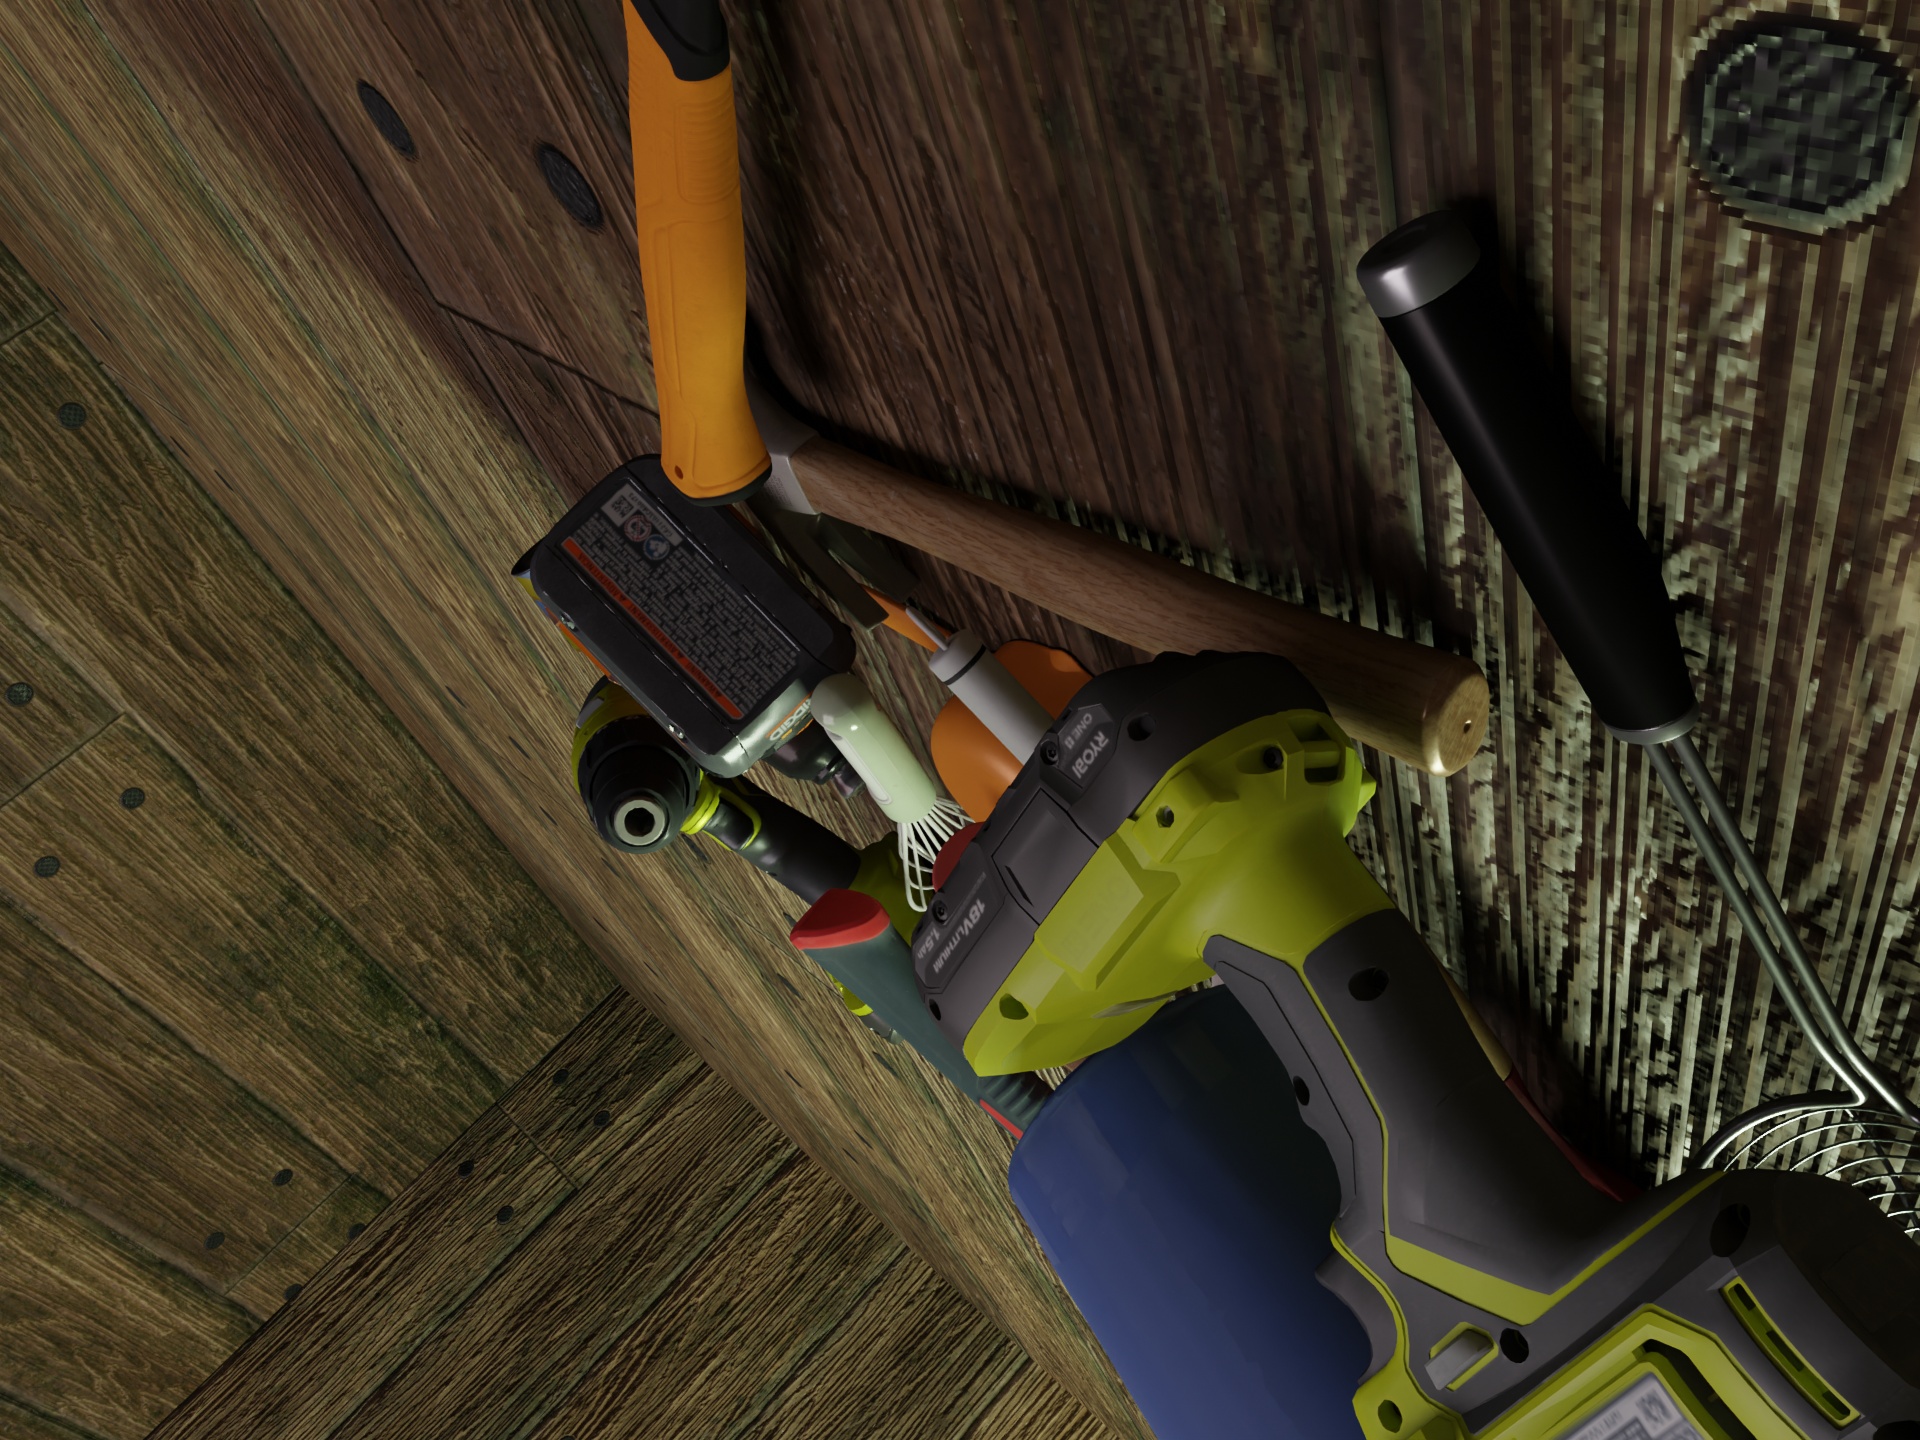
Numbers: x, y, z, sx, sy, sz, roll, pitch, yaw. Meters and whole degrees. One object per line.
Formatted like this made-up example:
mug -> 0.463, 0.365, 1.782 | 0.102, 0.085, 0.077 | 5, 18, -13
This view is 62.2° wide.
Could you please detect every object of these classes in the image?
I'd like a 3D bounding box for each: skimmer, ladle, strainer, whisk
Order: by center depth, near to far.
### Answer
skimmer -> 0.166, 0.062, 0.363 | 0.363, 0.090, 0.127 | 54, 162, -21
ladle -> 0.156, 0.097, 0.510 | 0.315, 0.031, 0.069 | 49, 165, -24
strainer -> 0.069, 0.053, 0.561 | 0.258, 0.050, 0.087 | 46, -166, -11
whisk -> -0.022, 0.037, 0.697 | 0.058, 0.059, 0.246 | 42, 172, 24

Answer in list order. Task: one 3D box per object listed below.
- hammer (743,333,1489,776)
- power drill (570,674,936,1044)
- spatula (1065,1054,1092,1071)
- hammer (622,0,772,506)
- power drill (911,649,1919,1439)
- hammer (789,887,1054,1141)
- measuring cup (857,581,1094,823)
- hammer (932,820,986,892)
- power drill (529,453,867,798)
hammer -> 0.022, -0.053, 0.521 | 0.332, 0.031, 0.129 | 27, 153, 42
power drill -> -0.101, 0.067, 0.819 | 0.228, 0.080, 0.191 | 38, -175, -19
spatula -> 0.061, 0.196, 0.968 | 0.316, 0.018, 0.059 | 28, 142, 42
hammer -> -0.082, -0.176, 0.429 | 0.127, 0.034, 0.336 | 39, 154, 16
power drill -> 0.087, 0.106, 0.378 | 0.223, 0.080, 0.171 | 54, 127, 31
hammer -> 0.063, 0.227, 0.761 | 0.386, 0.038, 0.143 | 43, 131, -4
measuring cup -> -0.001, -0.002, 0.637 | 0.174, 0.052, 0.095 | 33, 157, 28
hammer -> 0.071, 0.140, 0.717 | 0.149, 0.037, 0.358 | 28, 165, 39
power drill -> -0.099, -0.028, 0.709 | 0.164, 0.084, 0.226 | 45, 176, -1
